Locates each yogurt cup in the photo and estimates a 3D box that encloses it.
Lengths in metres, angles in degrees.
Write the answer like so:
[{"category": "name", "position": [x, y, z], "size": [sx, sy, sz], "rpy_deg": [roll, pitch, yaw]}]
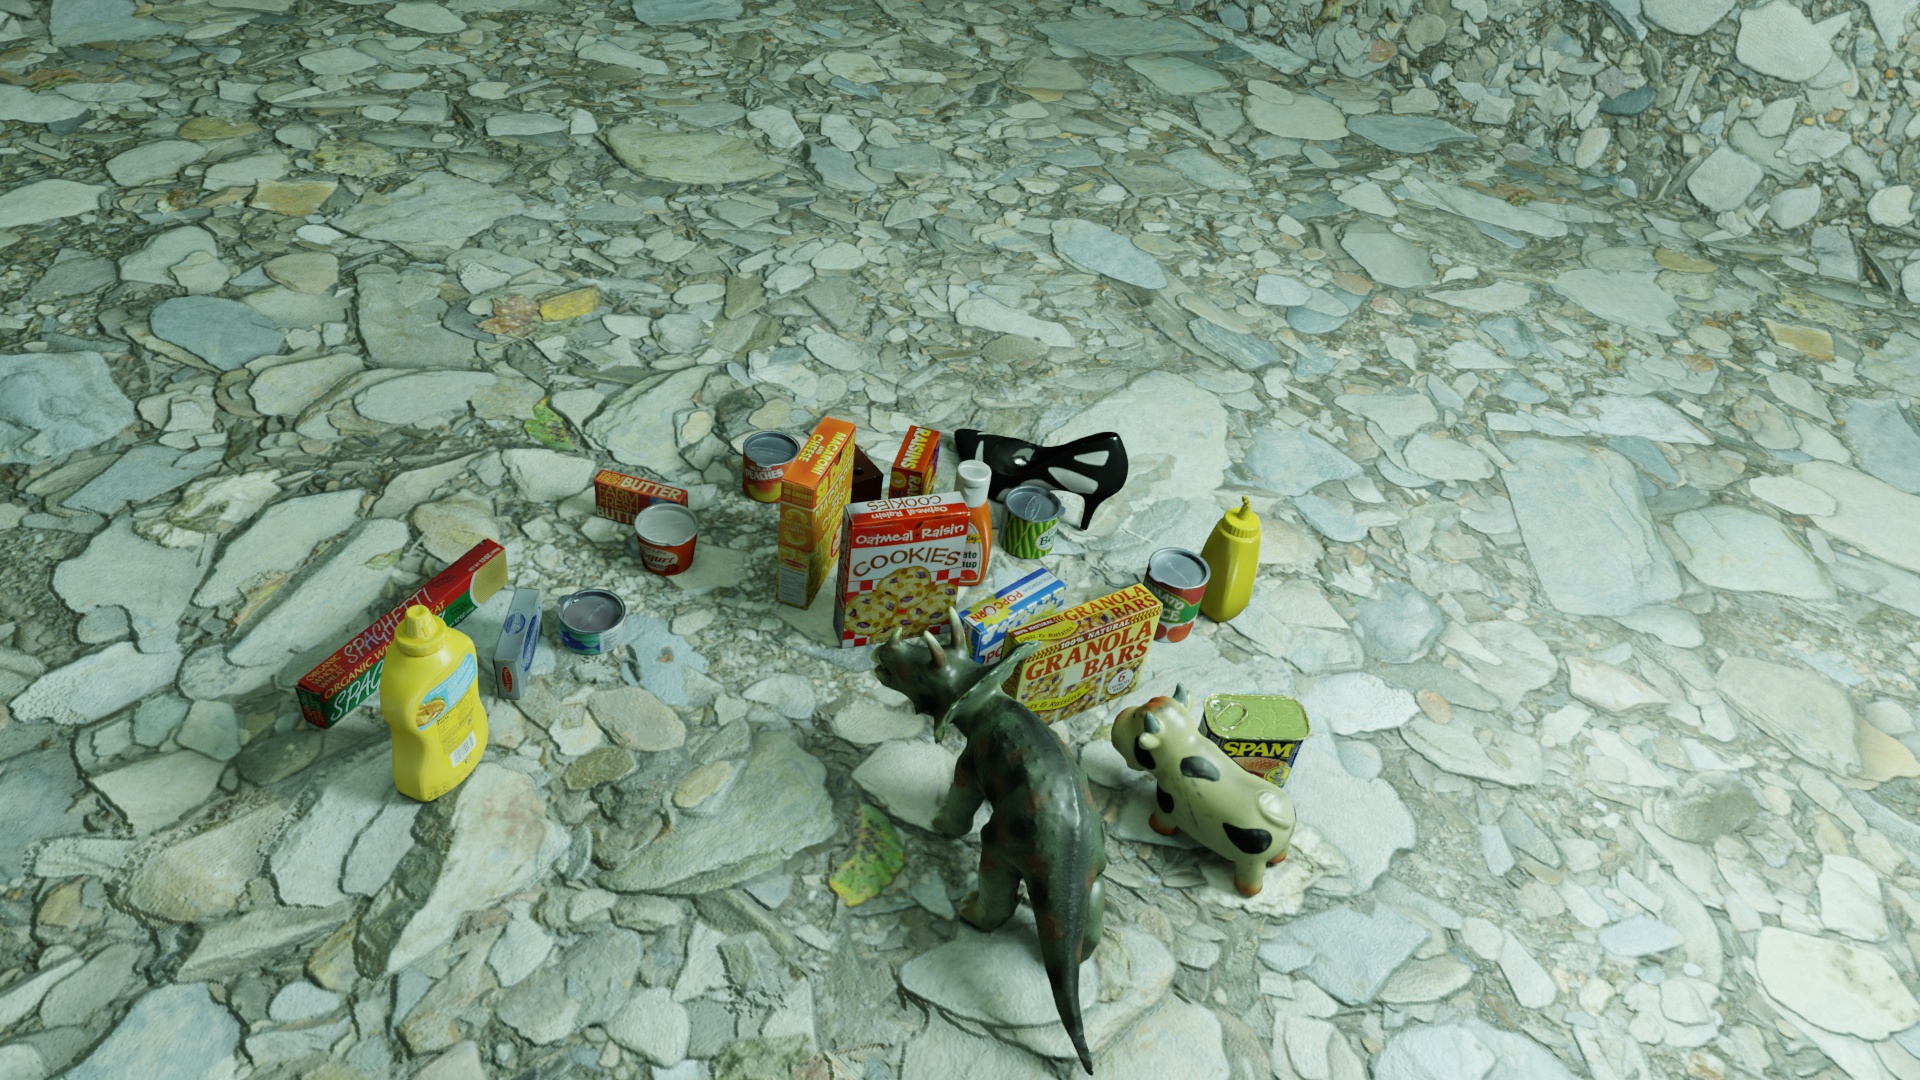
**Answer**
[{"category": "yogurt cup", "position": [-0.315, 0.001, 1.491], "size": [0.072, 0.053, 0.073], "rpy_deg": [5, 40, -4]}]

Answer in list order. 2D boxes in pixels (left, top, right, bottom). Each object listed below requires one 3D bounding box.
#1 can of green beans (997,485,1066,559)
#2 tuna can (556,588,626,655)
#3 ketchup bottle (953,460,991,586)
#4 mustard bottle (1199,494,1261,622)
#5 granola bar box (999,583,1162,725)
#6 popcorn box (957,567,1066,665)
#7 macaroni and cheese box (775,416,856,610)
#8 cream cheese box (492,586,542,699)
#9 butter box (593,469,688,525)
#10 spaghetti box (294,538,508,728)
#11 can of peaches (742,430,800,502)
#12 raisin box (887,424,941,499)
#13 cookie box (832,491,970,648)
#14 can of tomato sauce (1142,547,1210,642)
[{"category": "can of green beans", "position": [0.079, -0.021, 1.590], "size": [0.071, 0.057, 0.071], "rpy_deg": [5, 40, -4]}, {"category": "tuna can", "position": [-0.373, 0.081, 1.400], "size": [0.071, 0.032, 0.071], "rpy_deg": [5, 40, -4]}, {"category": "ketchup bottle", "position": [0.005, -0.019, 1.502], "size": [0.065, 0.148, 0.044], "rpy_deg": [10, 39, 1]}, {"category": "mustard bottle", "position": [0.296, 0.014, 1.510], "size": [0.049, 0.159, 0.065], "rpy_deg": [-17, 46, -28]}, {"category": "granola bar box", "position": [0.113, 0.119, 1.377], "size": [0.166, 0.123, 0.039], "rpy_deg": [-17, 46, -28]}, {"category": "popcorn box", "position": [0.049, 0.091, 1.429], "size": [0.127, 0.084, 0.038], "rpy_deg": [-27, 51, -35]}, {"category": "macaroni and cheese box", "position": [-0.152, -0.029, 1.470], "size": [0.040, 0.165, 0.124], "rpy_deg": [16, 40, 8]}, {"category": "cream cheese box", "position": [-0.430, 0.099, 1.351], "size": [0.024, 0.053, 0.104], "rpy_deg": [5, 40, -6]}, {"category": "butter box", "position": [-0.353, -0.041, 1.535], "size": [0.103, 0.052, 0.024], "rpy_deg": [14, 40, 6]}, {"category": "spaghetti box", "position": [-0.535, 0.086, 1.349], "size": [0.029, 0.049, 0.251], "rpy_deg": [23, 41, 16]}, {"category": "can of peaches", "position": [-0.220, -0.084, 1.607], "size": [0.071, 0.057, 0.071], "rpy_deg": [5, 40, -4]}, {"category": "raisin box", "position": [-0.055, -0.055, 1.553], "size": [0.040, 0.122, 0.086], "rpy_deg": [14, 40, 6]}, {"category": "cookie box", "position": [-0.061, 0.031, 1.415], "size": [0.123, 0.166, 0.040], "rpy_deg": [-7, 42, -19]}, {"category": "can of tomato sauce", "position": [0.227, 0.060, 1.502], "size": [0.071, 0.082, 0.071], "rpy_deg": [5, 40, -4]}]
